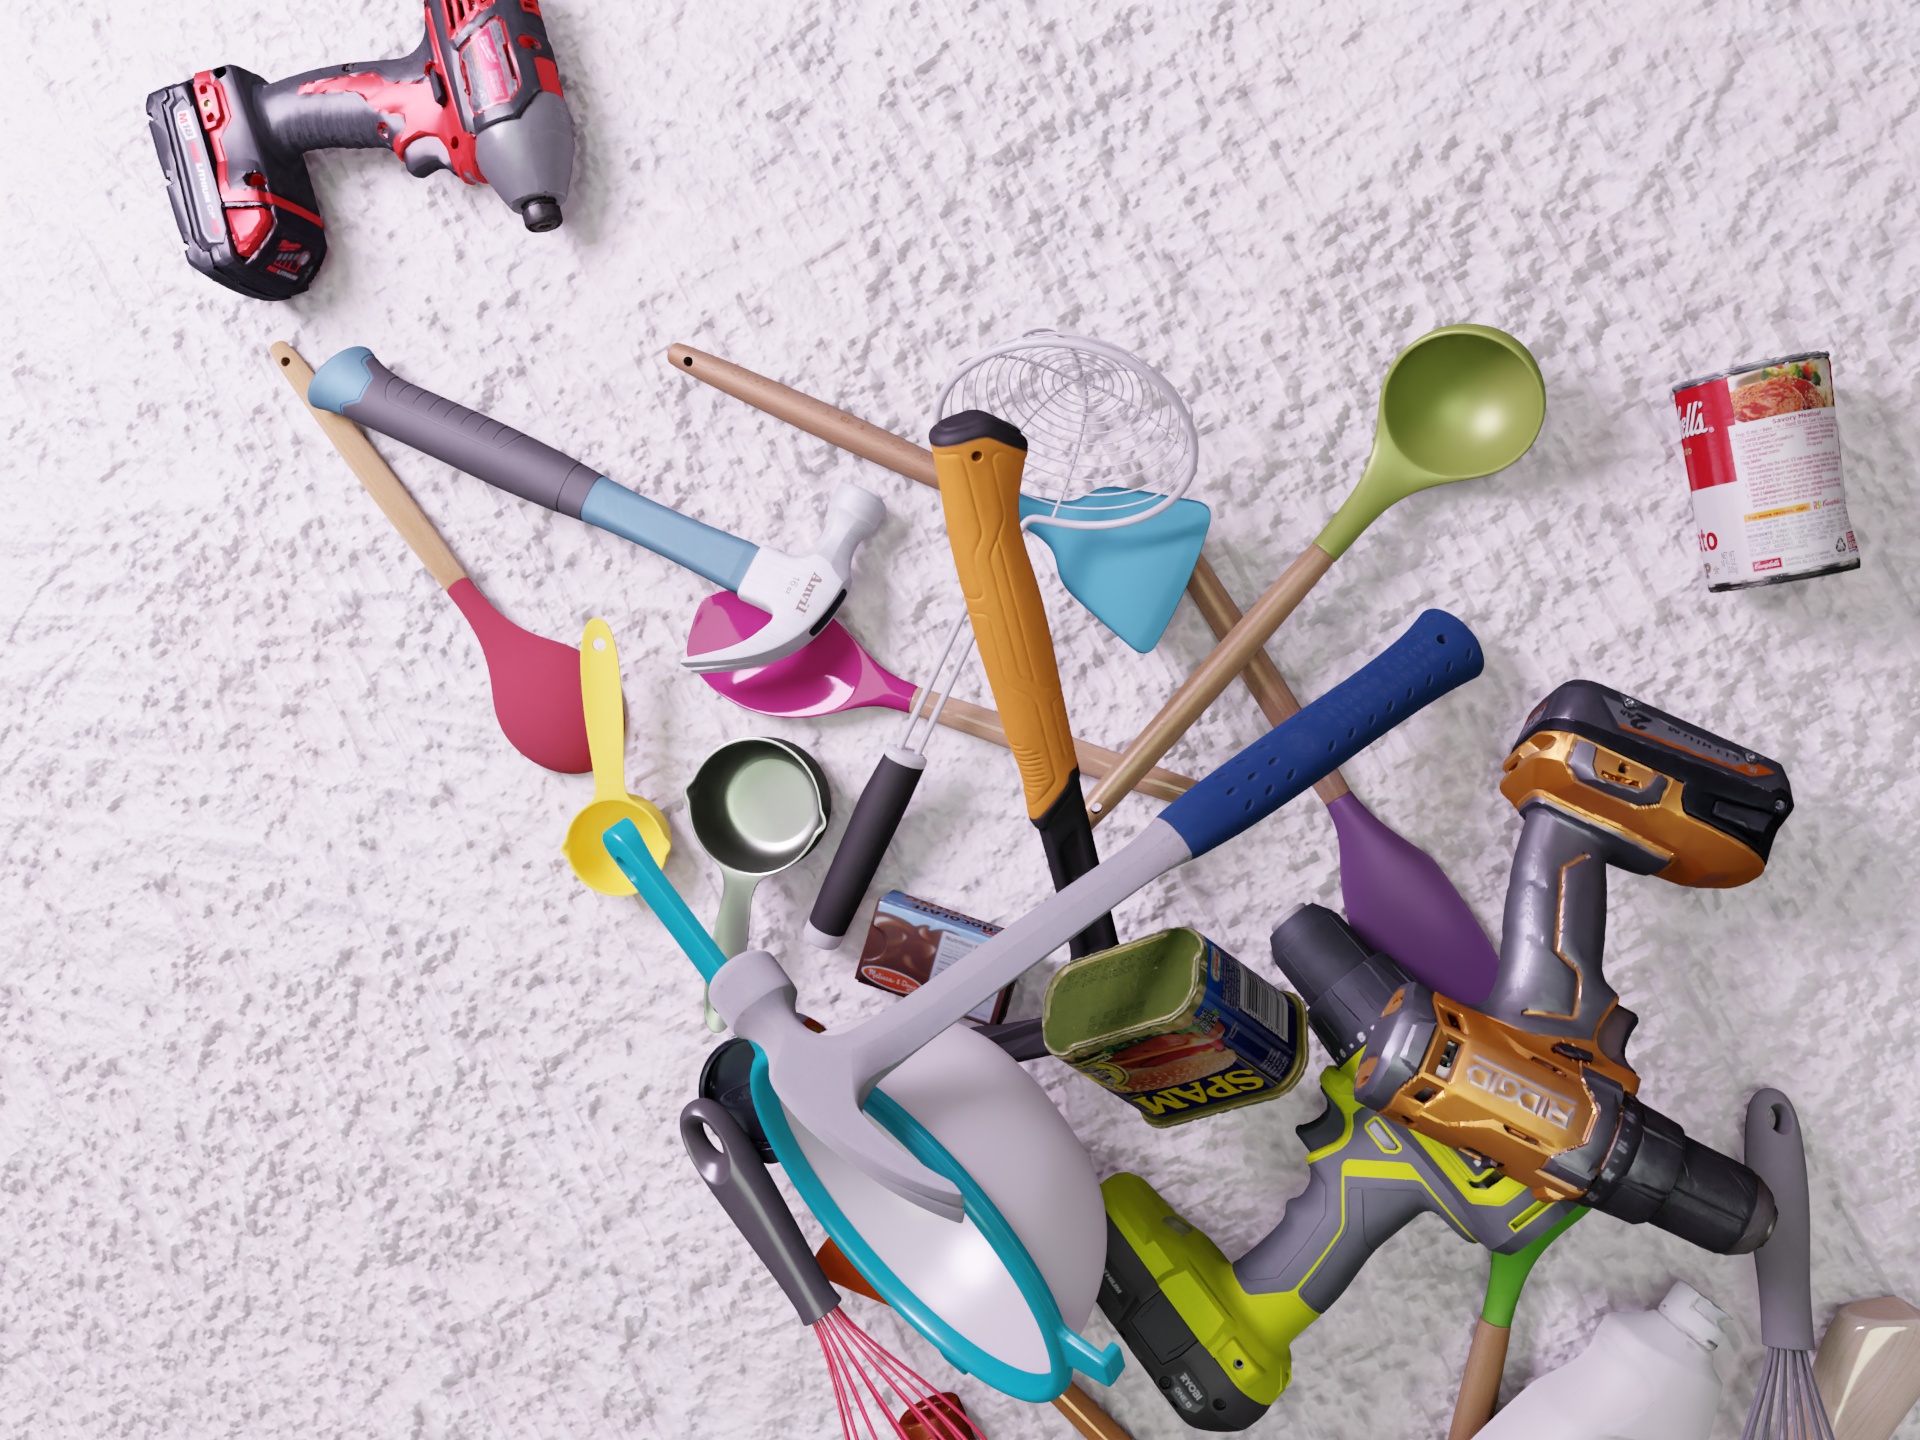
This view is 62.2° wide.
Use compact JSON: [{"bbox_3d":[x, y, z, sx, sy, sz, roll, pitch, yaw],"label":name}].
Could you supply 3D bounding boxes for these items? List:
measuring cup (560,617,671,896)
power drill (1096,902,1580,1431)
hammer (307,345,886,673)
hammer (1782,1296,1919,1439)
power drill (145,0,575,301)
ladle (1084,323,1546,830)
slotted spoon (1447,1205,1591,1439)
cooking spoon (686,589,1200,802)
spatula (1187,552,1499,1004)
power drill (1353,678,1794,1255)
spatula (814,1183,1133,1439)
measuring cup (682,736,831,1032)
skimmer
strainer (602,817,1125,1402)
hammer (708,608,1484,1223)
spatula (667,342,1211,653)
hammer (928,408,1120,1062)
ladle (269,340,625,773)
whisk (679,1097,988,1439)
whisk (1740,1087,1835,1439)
[{"bbox_3d":[-0.194,0.020,0.889,0.062,0.029,0.156,-3,98,3],"label":"measuring cup"},{"bbox_3d":[0.167,0.224,0.806,0.228,0.080,0.191,-43,69,9],"label":"power drill"},{"bbox_3d":[-0.214,-0.129,0.881,0.331,0.033,0.128,25,84,10],"label":"hammer"},{"bbox_3d":[0.379,0.473,0.803,0.146,0.038,0.410,31,98,7],"label":"hammer"},{"bbox_3d":[-0.322,-0.317,0.884,0.219,0.078,0.143,-16,90,9],"label":"power drill"},{"bbox_3d":[0.165,-0.064,0.793,0.078,0.062,0.320,41,95,0],"label":"ladle"},{"bbox_3d":[0.273,0.335,0.822,0.070,0.031,0.314,12,97,8],"label":"slotted spoon"},{"bbox_3d":[-0.001,-0.003,0.863,0.319,0.017,0.069,19,94,10],"label":"cooking spoon"},{"bbox_3d":[0.180,0.019,0.828,0.060,0.018,0.316,-32,87,16],"label":"spatula"},{"bbox_3d":[0.308,0.116,0.736,0.185,0.084,0.226,26,74,9],"label":"power drill"},{"bbox_3d":[0.060,0.373,0.859,0.322,0.041,0.081,43,93,5],"label":"spatula"},{"bbox_3d":[-0.117,0.090,0.882,0.083,0.038,0.167,12,97,11],"label":"measuring cup"},{"bbox_3d":[-0.003,-0.023,0.798,0.127,0.090,0.363,22,109,-11],"label":"skimmer"},{"bbox_3d":[-0.039,0.167,0.778,0.095,0.211,0.340,-36,86,-29],"label":"strainer"},{"bbox_3d":[0.093,0.065,0.729,0.405,0.035,0.144,-32,60,-21],"label":"hammer"},{"bbox_3d":[-0.022,-0.137,0.847,0.317,0.044,0.082,25,105,10],"label":"spatula"},{"bbox_3d":[0.032,0.016,0.769,0.127,0.034,0.336,-17,115,-5],"label":"hammer"},{"bbox_3d":[-0.303,-0.098,0.916,0.069,0.031,0.315,-39,83,4],"label":"ladle"},{"bbox_3d":[-0.062,0.324,0.825,0.073,0.073,0.296,-34,85,11],"label":"whisk"},{"bbox_3d":[0.395,0.299,0.765,0.055,0.055,0.239,1,76,11],"label":"whisk"}]
